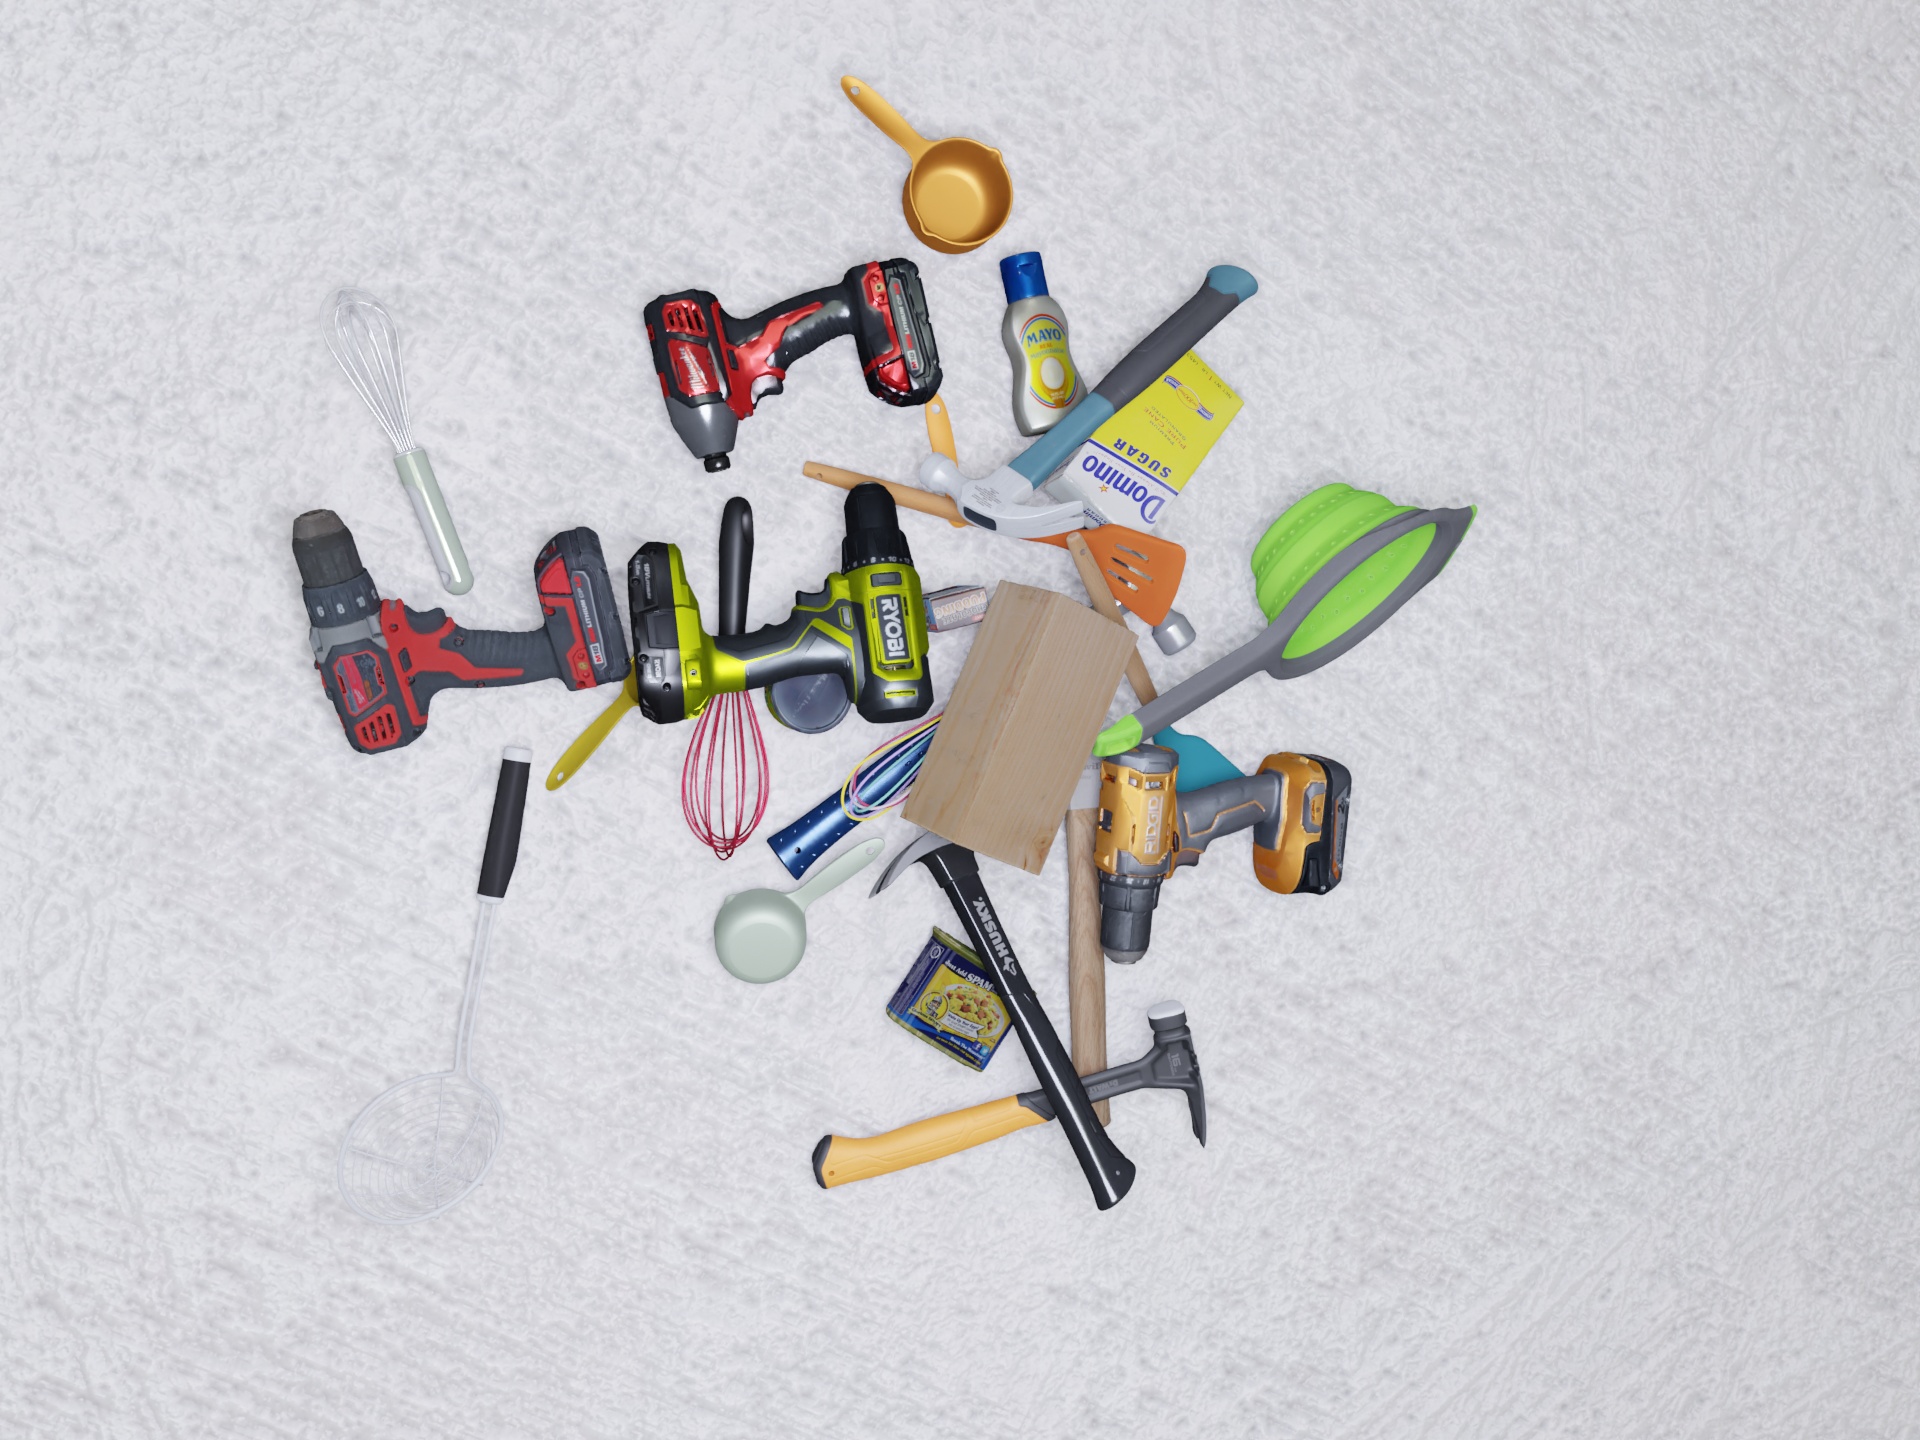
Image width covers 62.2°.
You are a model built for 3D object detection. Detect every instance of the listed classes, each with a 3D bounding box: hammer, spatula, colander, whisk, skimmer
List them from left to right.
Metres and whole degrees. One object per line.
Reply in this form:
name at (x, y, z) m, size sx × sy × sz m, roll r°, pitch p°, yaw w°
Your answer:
whisk at (-0.429, -0.213, 1.225) m, size 0.059 × 0.058 × 0.246 m, roll -28°, pitch 104°, yaw -42°
skimmer at (-0.389, 0.198, 1.225) m, size 0.127 × 0.090 × 0.363 m, roll 9°, pitch 87°, yaw 17°
whisk at (-0.187, -0.035, 1.286) m, size 0.073 × 0.073 × 0.296 m, roll 3°, pitch 86°, yaw -14°
whisk at (-0.003, -0.005, 1.302) m, size 0.245 × 0.051 × 0.047 m, roll -42°, pitch 96°, yaw -12°
hammer at (0.007, -0.011, 1.343) m, size 0.405 × 0.035 × 0.144 m, roll -37°, pitch 100°, yaw -10°
spatula at (0.025, -0.160, 1.311) m, size 0.322 × 0.041 × 0.081 m, roll 16°, pitch 128°, yaw -1°
hammer at (0.042, 0.340, 1.341) m, size 0.337 × 0.034 × 0.127 m, roll -15°, pitch 101°, yaw -4°
hammer at (0.048, 0.236, 1.287) m, size 0.146 × 0.035 × 0.335 m, roll -19°, pitch 78°, yaw -38°
hammer at (0.110, 0.188, 1.374) m, size 0.130 × 0.031 × 0.331 m, roll -4°, pitch 95°, yaw -20°
hammer at (0.124, -0.269, 1.304) m, size 0.128 × 0.033 × 0.331 m, roll 38°, pitch 71°, yaw 23°
spatula at (0.159, -0.031, 1.342) m, size 0.082 × 0.044 × 0.317 m, roll -38°, pitch 126°, yaw -10°
colander at (0.251, -0.097, 1.338) m, size 0.397 × 0.204 × 0.095 m, roll -30°, pitch 68°, yaw -19°

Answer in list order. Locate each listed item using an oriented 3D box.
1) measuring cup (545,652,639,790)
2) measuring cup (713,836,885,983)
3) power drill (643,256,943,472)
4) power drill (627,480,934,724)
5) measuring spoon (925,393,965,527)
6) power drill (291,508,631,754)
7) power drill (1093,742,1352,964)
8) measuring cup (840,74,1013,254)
measuring cup at (-0.273, 0.002, 1.278) m, size 0.156 × 0.062 × 0.029 m, roll -46°, pitch 146°, yaw 5°
measuring cup at (-0.127, 0.152, 1.288) m, size 0.167 × 0.038 × 0.083 m, roll -37°, pitch 112°, yaw 9°
power drill at (-0.133, -0.287, 1.281) m, size 0.219 × 0.078 × 0.143 m, roll -14°, pitch 95°, yaw -10°
power drill at (-0.140, -0.088, 1.235) m, size 0.228 × 0.080 × 0.191 m, roll -6°, pitch 77°, yaw -13°
measuring spoon at (-0.011, -0.220, 1.344) m, size 0.021 × 0.011 × 0.117 m, roll -13°, pitch 95°, yaw -13°
power drill at (-0.379, -0.086, 1.205) m, size 0.226 × 0.080 × 0.187 m, roll -15°, pitch 114°, yaw -11°
power drill at (0.215, 0.112, 1.356) m, size 0.226 × 0.084 × 0.185 m, roll 0°, pitch 99°, yaw -25°
measuring cup at (-0.036, -0.459, 1.311) m, size 0.173 × 0.052 × 0.095 m, roll 42°, pitch 82°, yaw -10°
